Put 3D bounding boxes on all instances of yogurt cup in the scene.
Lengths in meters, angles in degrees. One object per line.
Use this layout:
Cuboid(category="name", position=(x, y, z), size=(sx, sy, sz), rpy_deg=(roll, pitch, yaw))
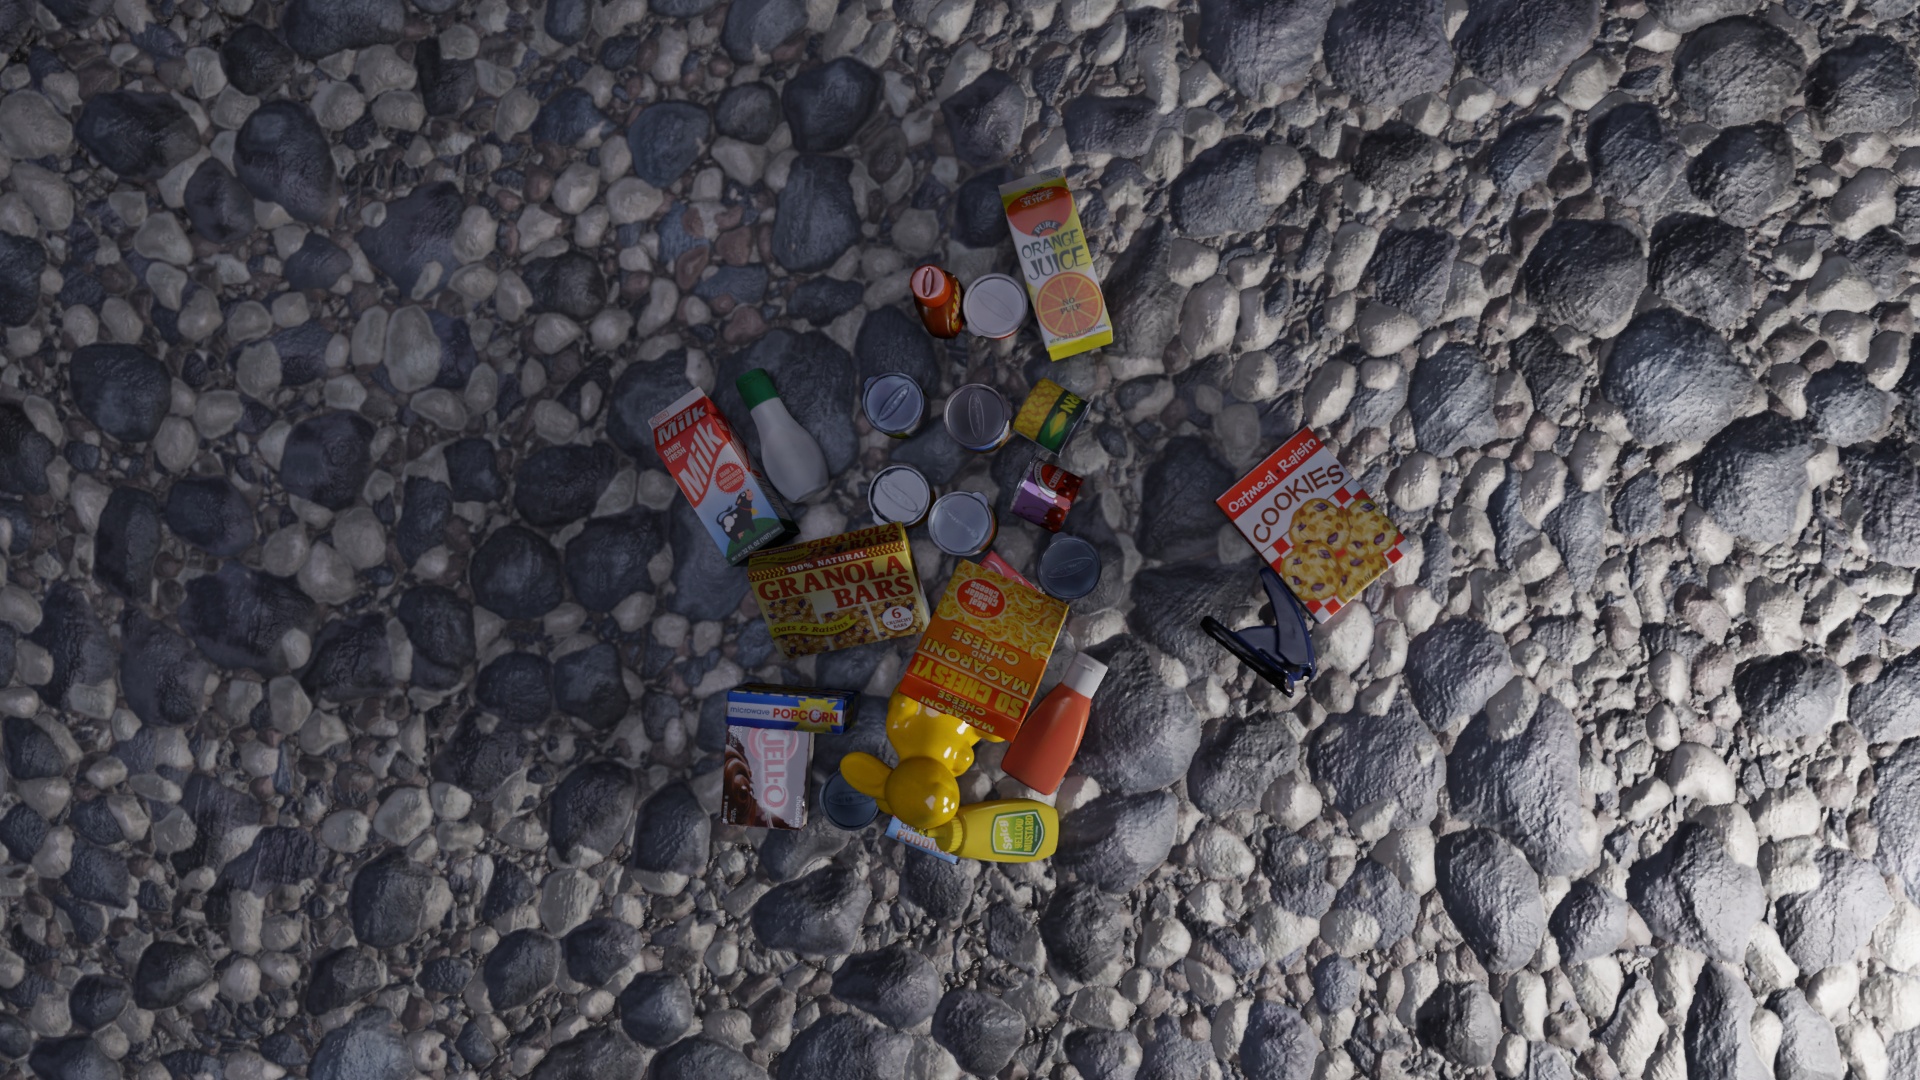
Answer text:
Cuboid(category="yogurt cup", position=(0.039, -0.245, 1.472), size=(0.072, 0.054, 0.072), rpy_deg=(0, 88, 6))

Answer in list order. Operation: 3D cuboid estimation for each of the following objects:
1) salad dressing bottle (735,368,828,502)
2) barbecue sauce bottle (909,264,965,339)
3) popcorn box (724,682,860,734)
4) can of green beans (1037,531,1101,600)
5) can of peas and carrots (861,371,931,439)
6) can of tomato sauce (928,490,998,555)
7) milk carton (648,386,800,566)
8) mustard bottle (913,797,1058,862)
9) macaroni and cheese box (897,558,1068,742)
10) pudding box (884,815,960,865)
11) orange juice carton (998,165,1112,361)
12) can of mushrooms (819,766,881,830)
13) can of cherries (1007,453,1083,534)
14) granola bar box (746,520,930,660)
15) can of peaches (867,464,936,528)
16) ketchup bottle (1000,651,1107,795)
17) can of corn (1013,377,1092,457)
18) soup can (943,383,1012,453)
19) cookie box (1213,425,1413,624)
Cuboid(category="salad dressing bottle", position=(-0.194, -0.114, 1.498), size=(0.064, 0.044, 0.147), rpy_deg=(-28, 84, 6))
Cuboid(category="barbecue sauce bottle", position=(-0.024, -0.250, 1.431), size=(0.044, 0.148, 0.065), rpy_deg=(7, 89, 7))
Cuboid(category="popcorn box", position=(-0.176, 0.176, 1.462), size=(0.127, 0.085, 0.038), rpy_deg=(4, 90, 6))
Cuboid(category="can of green beans", position=(0.115, 0.029, 1.451), size=(0.071, 0.058, 0.071), rpy_deg=(0, 88, 6))
Cuboid(category="can of peas and carrots", position=(-0.069, -0.144, 1.477), size=(0.071, 0.059, 0.071), rpy_deg=(0, 87, 7))
Cuboid(category="can of tomato sauce", position=(0.005, -0.018, 1.452), size=(0.071, 0.083, 0.071), rpy_deg=(0, 88, 6))
Cuboid(category="milk carton", position=(-0.258, -0.069, 1.487), size=(0.072, 0.073, 0.190), rpy_deg=(-33, 85, 5))
Cuboid(category="mustard bottle", position=(0.025, 0.297, 1.414), size=(0.160, 0.048, 0.065), rpy_deg=(4, 84, -31))
Cuboid(category="macaroni and cheese box", position=(0.025, 0.108, 1.384), size=(0.124, 0.040, 0.167), rpy_deg=(24, 46, 3))
Cuboid(category="pudding box", position=(-0.033, 0.308, 1.460), size=(0.084, 0.049, 0.030), rpy_deg=(22, 92, 7))
Cuboid(category="orange juice carton", position=(0.099, -0.294, 1.458), size=(0.072, 0.073, 0.192), rpy_deg=(-17, 86, 6))
Cuboid(category="can of mushrooms", position=(-0.114, 0.271, 1.478), size=(0.071, 0.033, 0.071), rpy_deg=(0, 88, 7))
Cuboid(category="can of cherries", position=(0.090, -0.049, 1.451), size=(0.058, 0.071, 0.071), rpy_deg=(26, 91, 6))
Cuboid(category="granola bar box", position=(-0.125, 0.053, 1.453), size=(0.165, 0.039, 0.123), rpy_deg=(-12, 125, 5))
Cuboid(category="can of peaches", position=(-0.063, -0.044, 1.473), size=(0.071, 0.058, 0.071), rpy_deg=(0, 89, 6))
Cuboid(category="ketchup bottle", position=(0.103, 0.189, 1.453), size=(0.065, 0.043, 0.148), rpy_deg=(29, 91, 6))
Cuboid(category="can of corn", position=(0.097, -0.131, 1.454), size=(0.058, 0.071, 0.071), rpy_deg=(31, 92, 7))
Cuboid(category="soup can", position=(0.022, -0.127, 1.454), size=(0.071, 0.084, 0.071), rpy_deg=(0, 88, 6))
Cuboid(category="cookie box", position=(0.362, -0.017, 1.436), size=(0.123, 0.040, 0.167), rpy_deg=(-40, 85, 3))
